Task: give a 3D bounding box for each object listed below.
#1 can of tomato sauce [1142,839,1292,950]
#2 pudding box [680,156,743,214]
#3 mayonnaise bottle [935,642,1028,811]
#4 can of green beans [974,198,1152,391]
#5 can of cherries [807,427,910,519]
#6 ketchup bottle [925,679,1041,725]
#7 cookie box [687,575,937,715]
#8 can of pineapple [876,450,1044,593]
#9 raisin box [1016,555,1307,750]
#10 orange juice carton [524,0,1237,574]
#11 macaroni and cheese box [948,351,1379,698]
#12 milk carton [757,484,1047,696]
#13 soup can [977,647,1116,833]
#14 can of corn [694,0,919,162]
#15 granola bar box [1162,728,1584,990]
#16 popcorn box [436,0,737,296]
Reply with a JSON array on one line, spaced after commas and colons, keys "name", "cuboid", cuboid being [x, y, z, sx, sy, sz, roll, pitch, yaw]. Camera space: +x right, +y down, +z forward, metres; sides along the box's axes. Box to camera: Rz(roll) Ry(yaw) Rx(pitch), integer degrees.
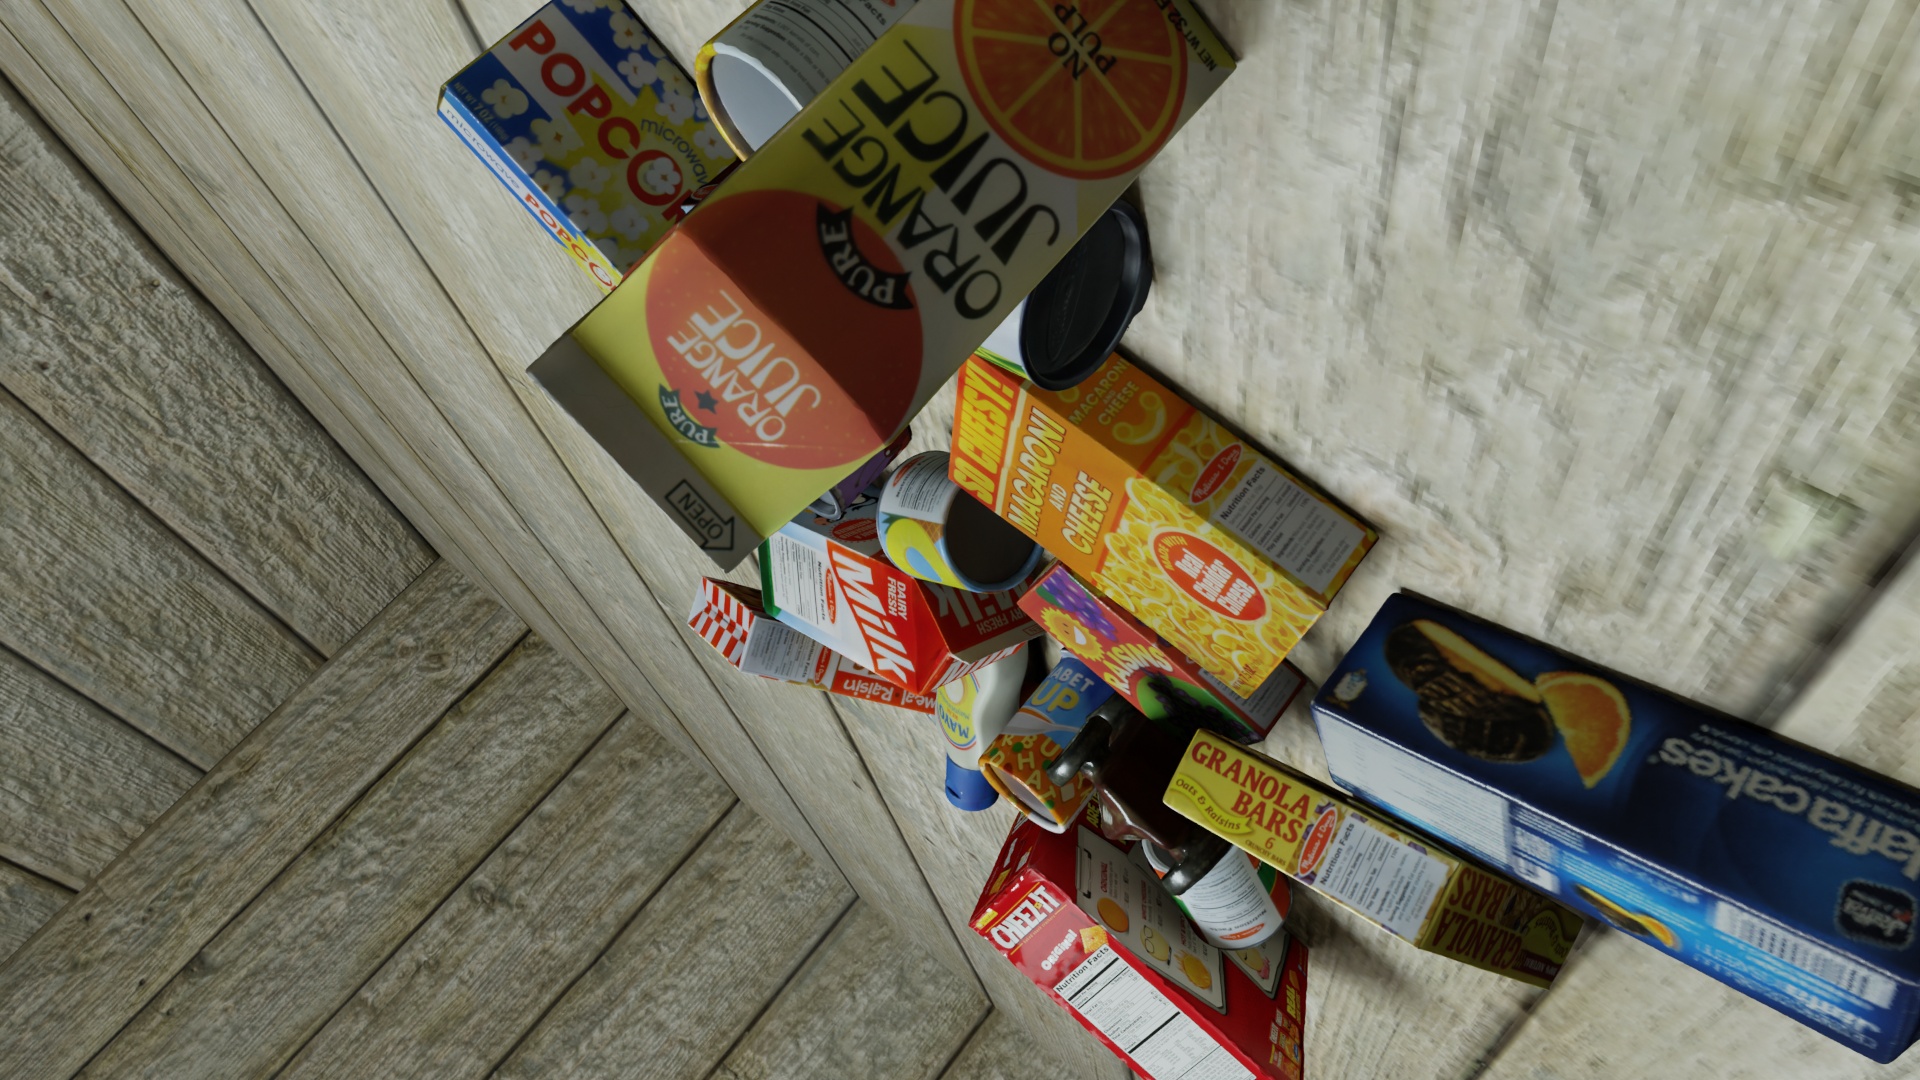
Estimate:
[{"name": "can of tomato sauce", "cuboid": [0.152, 0.192, 0.828, 0.071, 0.071, 0.082, 20, 150, 47]}, {"name": "pudding box", "cuboid": [-0.071, -0.140, 0.566, 0.084, 0.050, 0.030, 16, 146, 50]}, {"name": "mayonnaise bottle", "cuboid": [0.010, 0.104, 0.864, 0.065, 0.041, 0.147, 37, 137, 40]}, {"name": "can of green beans", "cuboid": [0.020, -0.091, 0.468, 0.058, 0.071, 0.071, 30, 158, 32]}, {"name": "can of cherries", "cuboid": [-0.070, -0.055, 0.732, 0.071, 0.058, 0.071, 37, 161, 16]}, {"name": "ketchup bottle", "cuboid": [0.022, 0.120, 0.955, 0.064, 0.044, 0.148, 55, 158, -18]}, {"name": "cookie box", "cuboid": [-0.083, 0.073, 0.924, 0.167, 0.040, 0.123, 16, -178, -28]}, {"name": "can of pineapple", "cuboid": [0.002, -0.009, 0.681, 0.058, 0.071, 0.071, 11, 144, 55]}, {"name": "raisin box", "cuboid": [0.093, 0.048, 0.669, 0.123, 0.040, 0.086, 40, 162, 2]}, {"name": "orange juice carton", "cuboid": [-0.021, -0.084, 0.369, 0.071, 0.193, 0.073, 47, 161, -16]}, {"name": "macaroni and cheese box", "cuboid": [0.074, -0.015, 0.569, 0.166, 0.040, 0.123, 37, 161, 11]}, {"name": "milk carton", "cuboid": [-0.032, 0.027, 0.780, 0.191, 0.072, 0.073, 23, 123, 45]}, {"name": "soup can", "cuboid": [0.059, 0.118, 0.818, 0.071, 0.084, 0.071, 37, 160, 16]}, {"name": "can of corn", "cuboid": [-0.047, -0.155, 0.472, 0.071, 0.058, 0.071, 37, 160, 16]}, {"name": "granola bar box", "cuboid": [0.182, 0.138, 0.602, 0.124, 0.039, 0.165, 25, 177, 43]}, {"name": "popcorn box", "cuboid": [-0.149, -0.167, 0.603, 0.126, 0.085, 0.038, 48, 159, -17]}]
